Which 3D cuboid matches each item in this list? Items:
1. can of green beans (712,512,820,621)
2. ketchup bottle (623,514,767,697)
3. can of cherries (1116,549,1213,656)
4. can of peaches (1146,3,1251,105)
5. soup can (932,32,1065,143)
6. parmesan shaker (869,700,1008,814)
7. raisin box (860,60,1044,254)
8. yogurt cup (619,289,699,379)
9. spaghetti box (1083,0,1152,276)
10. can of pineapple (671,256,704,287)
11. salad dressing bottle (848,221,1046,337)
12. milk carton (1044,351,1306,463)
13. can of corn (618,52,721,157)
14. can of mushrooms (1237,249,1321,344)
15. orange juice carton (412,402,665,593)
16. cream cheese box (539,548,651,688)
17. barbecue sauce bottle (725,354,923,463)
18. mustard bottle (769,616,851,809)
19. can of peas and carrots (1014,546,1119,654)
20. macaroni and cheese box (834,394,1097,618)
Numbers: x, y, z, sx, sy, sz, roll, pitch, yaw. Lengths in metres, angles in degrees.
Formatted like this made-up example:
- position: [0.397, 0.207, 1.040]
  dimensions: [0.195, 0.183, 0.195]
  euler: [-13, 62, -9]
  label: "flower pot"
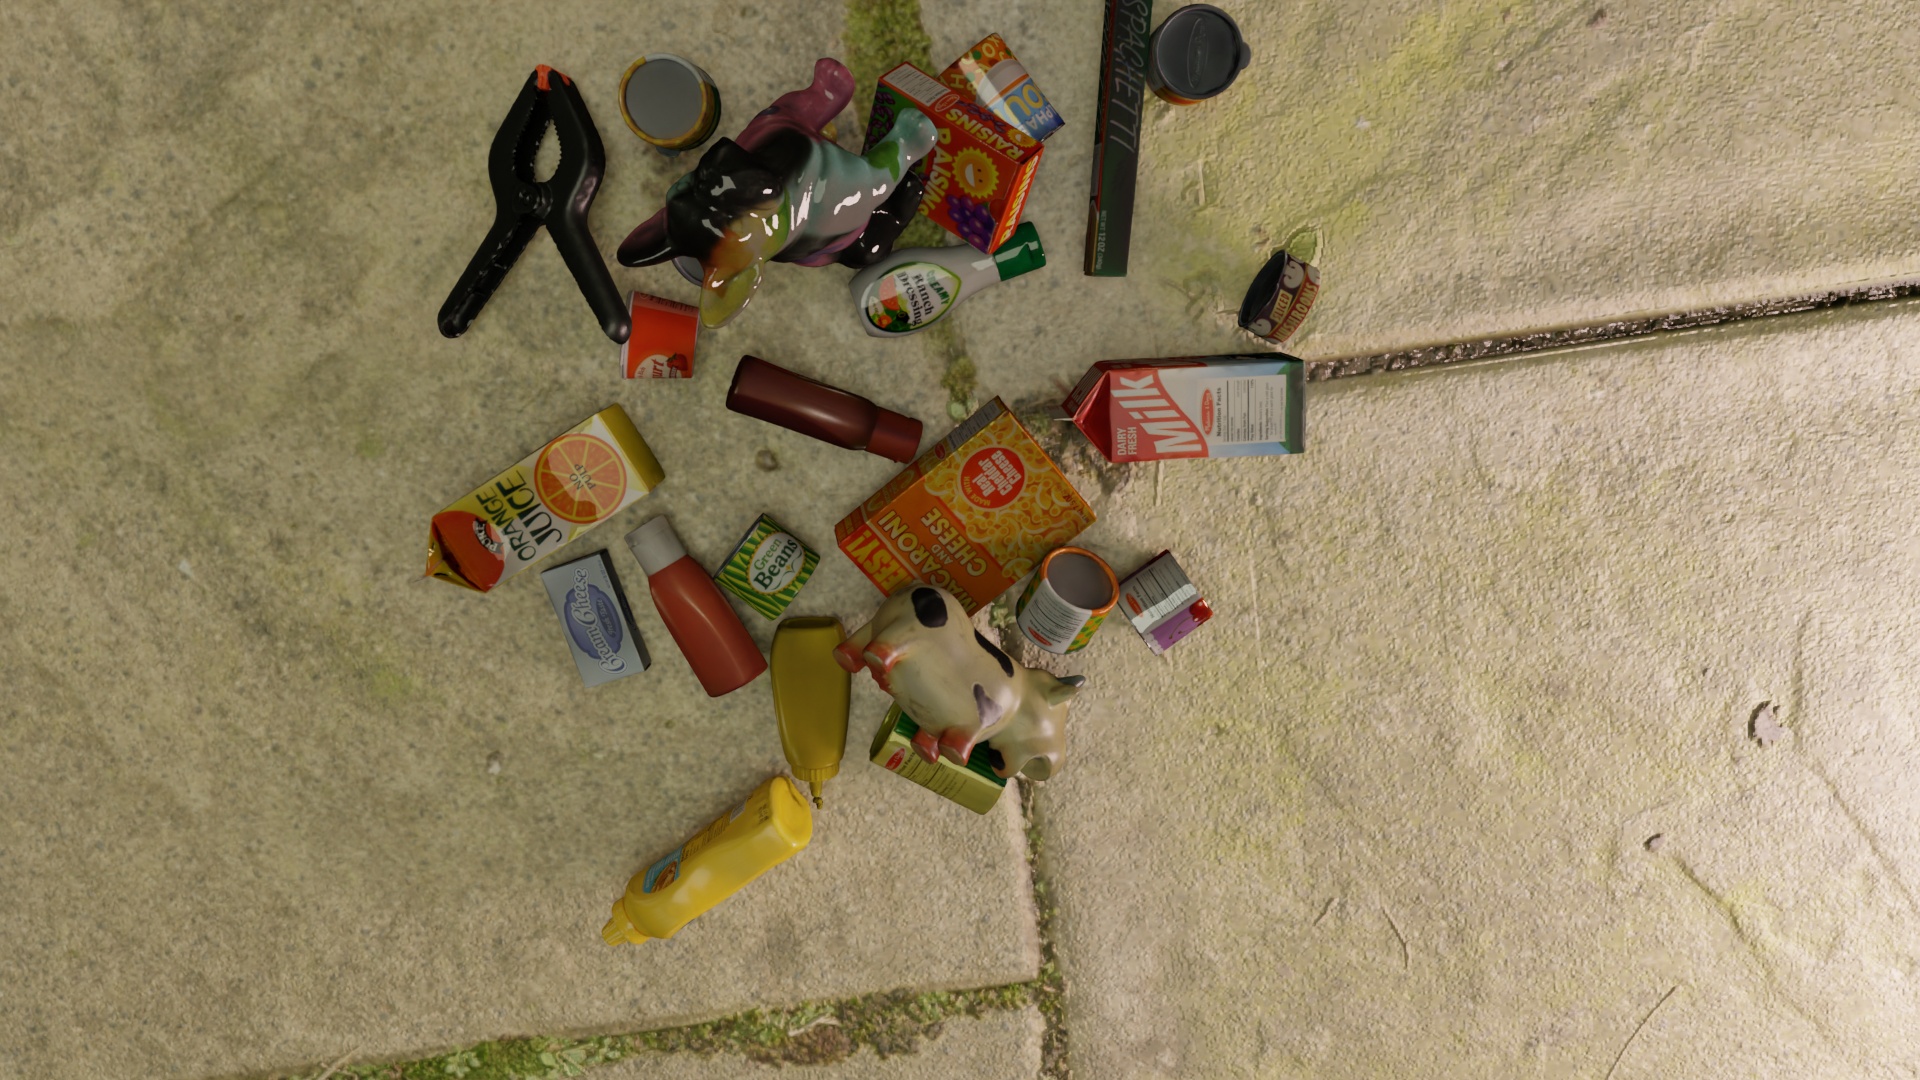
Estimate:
- position: [-0.152, 0.021, 1.091]
  dimensions: [0.058, 0.071, 0.071]
  euler: [37, 99, -9]
  label: "can of green beans"
- position: [-0.214, 0.051, 1.103]
  dimensions: [0.064, 0.044, 0.148]
  euler: [-23, 100, 46]
  label: "ketchup bottle"
- position: [0.161, 0.050, 1.109]
  dimensions: [0.058, 0.071, 0.071]
  euler: [-36, 101, 5]
  label: "can of cherries"
- position: [0.172, -0.356, 1.022]
  dimensions: [0.071, 0.058, 0.071]
  euler: [0, 102, -2]
  label: "can of peaches"
- position: [0.027, -0.319, 1.019]
  dimensions: [0.071, 0.071, 0.083]
  euler: [-38, 101, 7]
  label: "soup can"
- position: [-0.015, 0.173, 1.131]
  dimensions: [0.103, 0.071, 0.071]
  euler: [28, 101, -8]
  label: "parmesan shaker"
- position: [-0.009, -0.276, 1.005]
  dimensions: [0.123, 0.040, 0.085]
  euler: [34, 140, 10]
  label: "raisin box"
- position: [-0.228, -0.153, 1.053]
  dimensions: [0.054, 0.072, 0.072]
  euler: [6, 103, -11]
  label: "yogurt cup"
- position: [0.118, -0.322, 1.032]
  dimensions: [0.029, 0.050, 0.249]
  euler: [3, 102, -4]
  label: "spaghetti box"
- position: [-0.182, -0.221, 1.041]
  dimensions: [0.071, 0.058, 0.070]
  euler: [0, 103, -1]
  label: "can of pineapple"
- position: [-0.009, -0.201, 1.057]
  dimensions: [0.148, 0.044, 0.064]
  euler: [-21, 118, 1]
  label: "salad dressing bottle"
- position: [0.163, -0.103, 1.071]
  dimensions: [0.191, 0.072, 0.073]
  euler: [-3, 103, -2]
  label: "milk carton"
- position: [-0.213, -0.319, 1.019]
  dimensions: [0.071, 0.058, 0.071]
  euler: [0, 102, -1]
  label: "can of corn"
- position: [0.242, -0.184, 1.055]
  dimensions: [0.033, 0.071, 0.071]
  euler: [27, 101, -9]
  label: "can of mushrooms"
- position: [-0.332, -0.024, 1.074]
  dimensions: [0.192, 0.072, 0.073]
  euler: [-31, 101, 5]
  label: "orange juice carton"
- position: [-0.293, 0.063, 1.118]
  dimensions: [0.053, 0.024, 0.103]
  euler: [-18, 102, 4]
  label: "cream cheese box"
- position: [-0.104, -0.098, 1.071]
  dimensions: [0.148, 0.065, 0.043]
  euler: [18, 84, -14]
  label: "barbecue sauce bottle"
- position: [-0.120, 0.143, 1.128]
  dimensions: [0.065, 0.049, 0.159]
  euler: [0, 103, -1]
  label: "mustard bottle"
- position: [0.085, 0.045, 1.090]
  dimensions: [0.071, 0.071, 0.058]
  euler: [22, 137, -6]
  label: "can of peas and carrots"
- position: [0.004, -0.014, 1.090]
  dimensions: [0.166, 0.040, 0.123]
  euler: [-38, 115, 7]
  label: "macaroni and cheese box"
